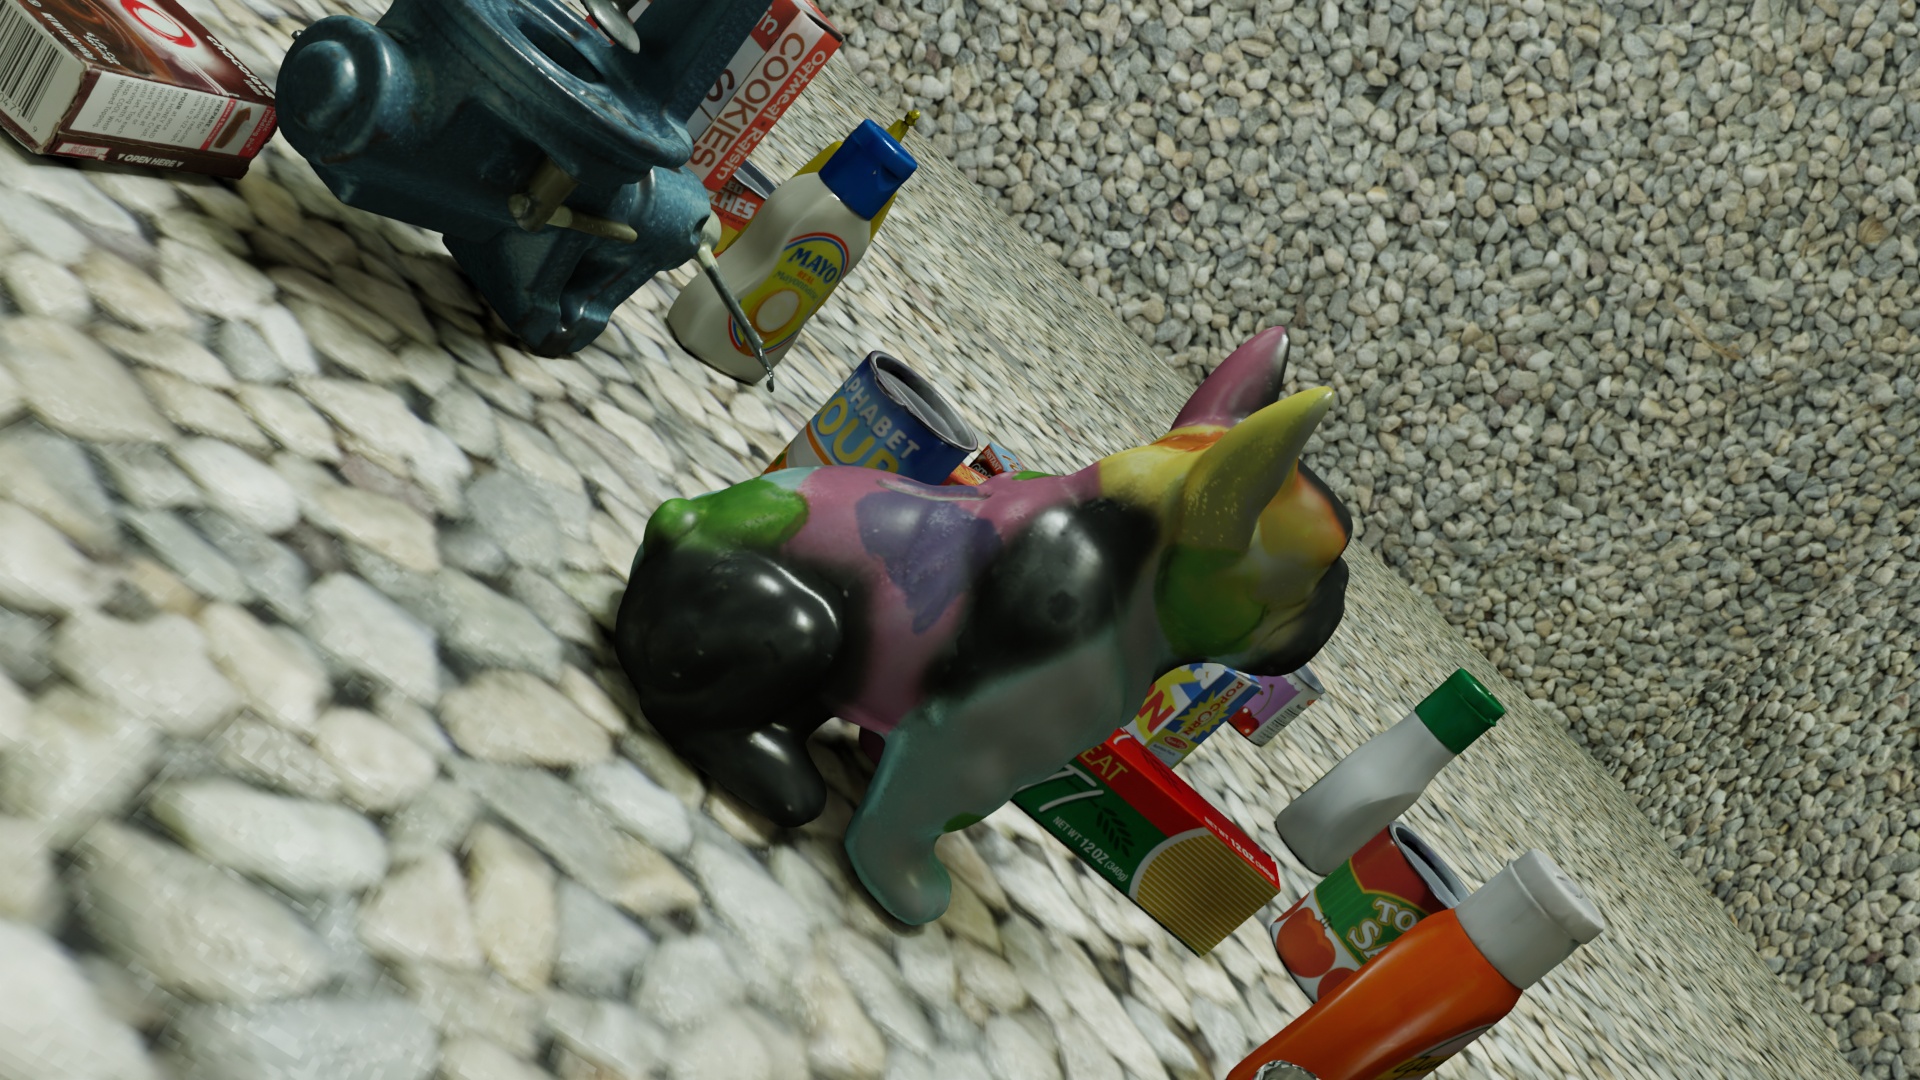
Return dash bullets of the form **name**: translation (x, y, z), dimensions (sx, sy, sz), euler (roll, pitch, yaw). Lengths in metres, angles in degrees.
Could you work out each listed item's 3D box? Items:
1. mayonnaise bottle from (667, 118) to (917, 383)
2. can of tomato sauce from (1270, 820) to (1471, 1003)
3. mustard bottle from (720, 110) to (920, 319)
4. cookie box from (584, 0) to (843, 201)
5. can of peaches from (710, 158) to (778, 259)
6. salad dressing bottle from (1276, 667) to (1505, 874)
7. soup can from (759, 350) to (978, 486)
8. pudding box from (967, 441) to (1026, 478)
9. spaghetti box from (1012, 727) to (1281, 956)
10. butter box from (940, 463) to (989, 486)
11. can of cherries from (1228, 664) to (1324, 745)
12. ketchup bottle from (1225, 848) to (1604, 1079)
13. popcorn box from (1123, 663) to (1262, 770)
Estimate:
- **mayonnaise bottle**: translation (-0.084, -0.151, 0.722), dimensions (0.064, 0.147, 0.041), euler (26, 24, -49)
- **can of tomato sauce**: translation (0.207, 0.192, 0.689), dimensions (0.071, 0.083, 0.071), euler (40, 16, -14)
- **mustard bottle**: translation (-0.078, -0.192, 0.818), dimensions (0.049, 0.160, 0.065), euler (52, 17, 26)
- **cookie box**: translation (-0.157, -0.246, 0.748), dimensions (0.123, 0.167, 0.040), euler (52, 17, 26)
- **can of peaches**: translation (-0.150, -0.208, 0.867), dimensions (0.071, 0.058, 0.071), euler (40, 16, -14)
- **salad dressing bottle**: translation (0.257, 0.138, 0.832), dimensions (0.064, 0.147, 0.044), euler (26, 24, -48)
- **soup can**: translation (-0.045, -0.037, 0.646), dimensions (0.071, 0.083, 0.071), euler (40, 16, -14)
- **pudding box**: translation (0.027, -0.014, 0.828), dimensions (0.030, 0.049, 0.084), euler (30, 21, -42)
- **spaghetti box**: translation (0.032, 0.084, 0.595), dimensions (0.250, 0.050, 0.029), euler (41, 16, -11)
- **butter box**: translation (0.003, -0.009, 0.751), dimensions (0.103, 0.053, 0.024), euler (26, 24, -48)
- **can of cherries**: translation (0.209, 0.099, 0.975), dimensions (0.071, 0.058, 0.072), euler (40, 16, -14)
- **ketchup bottle**: translation (0.170, 0.175, 0.523), dimensions (0.064, 0.148, 0.044), euler (25, 25, -50)
- **popcorn box**: translation (0.087, 0.056, 0.735), dimensions (0.038, 0.085, 0.127), euler (28, 23, -46)
